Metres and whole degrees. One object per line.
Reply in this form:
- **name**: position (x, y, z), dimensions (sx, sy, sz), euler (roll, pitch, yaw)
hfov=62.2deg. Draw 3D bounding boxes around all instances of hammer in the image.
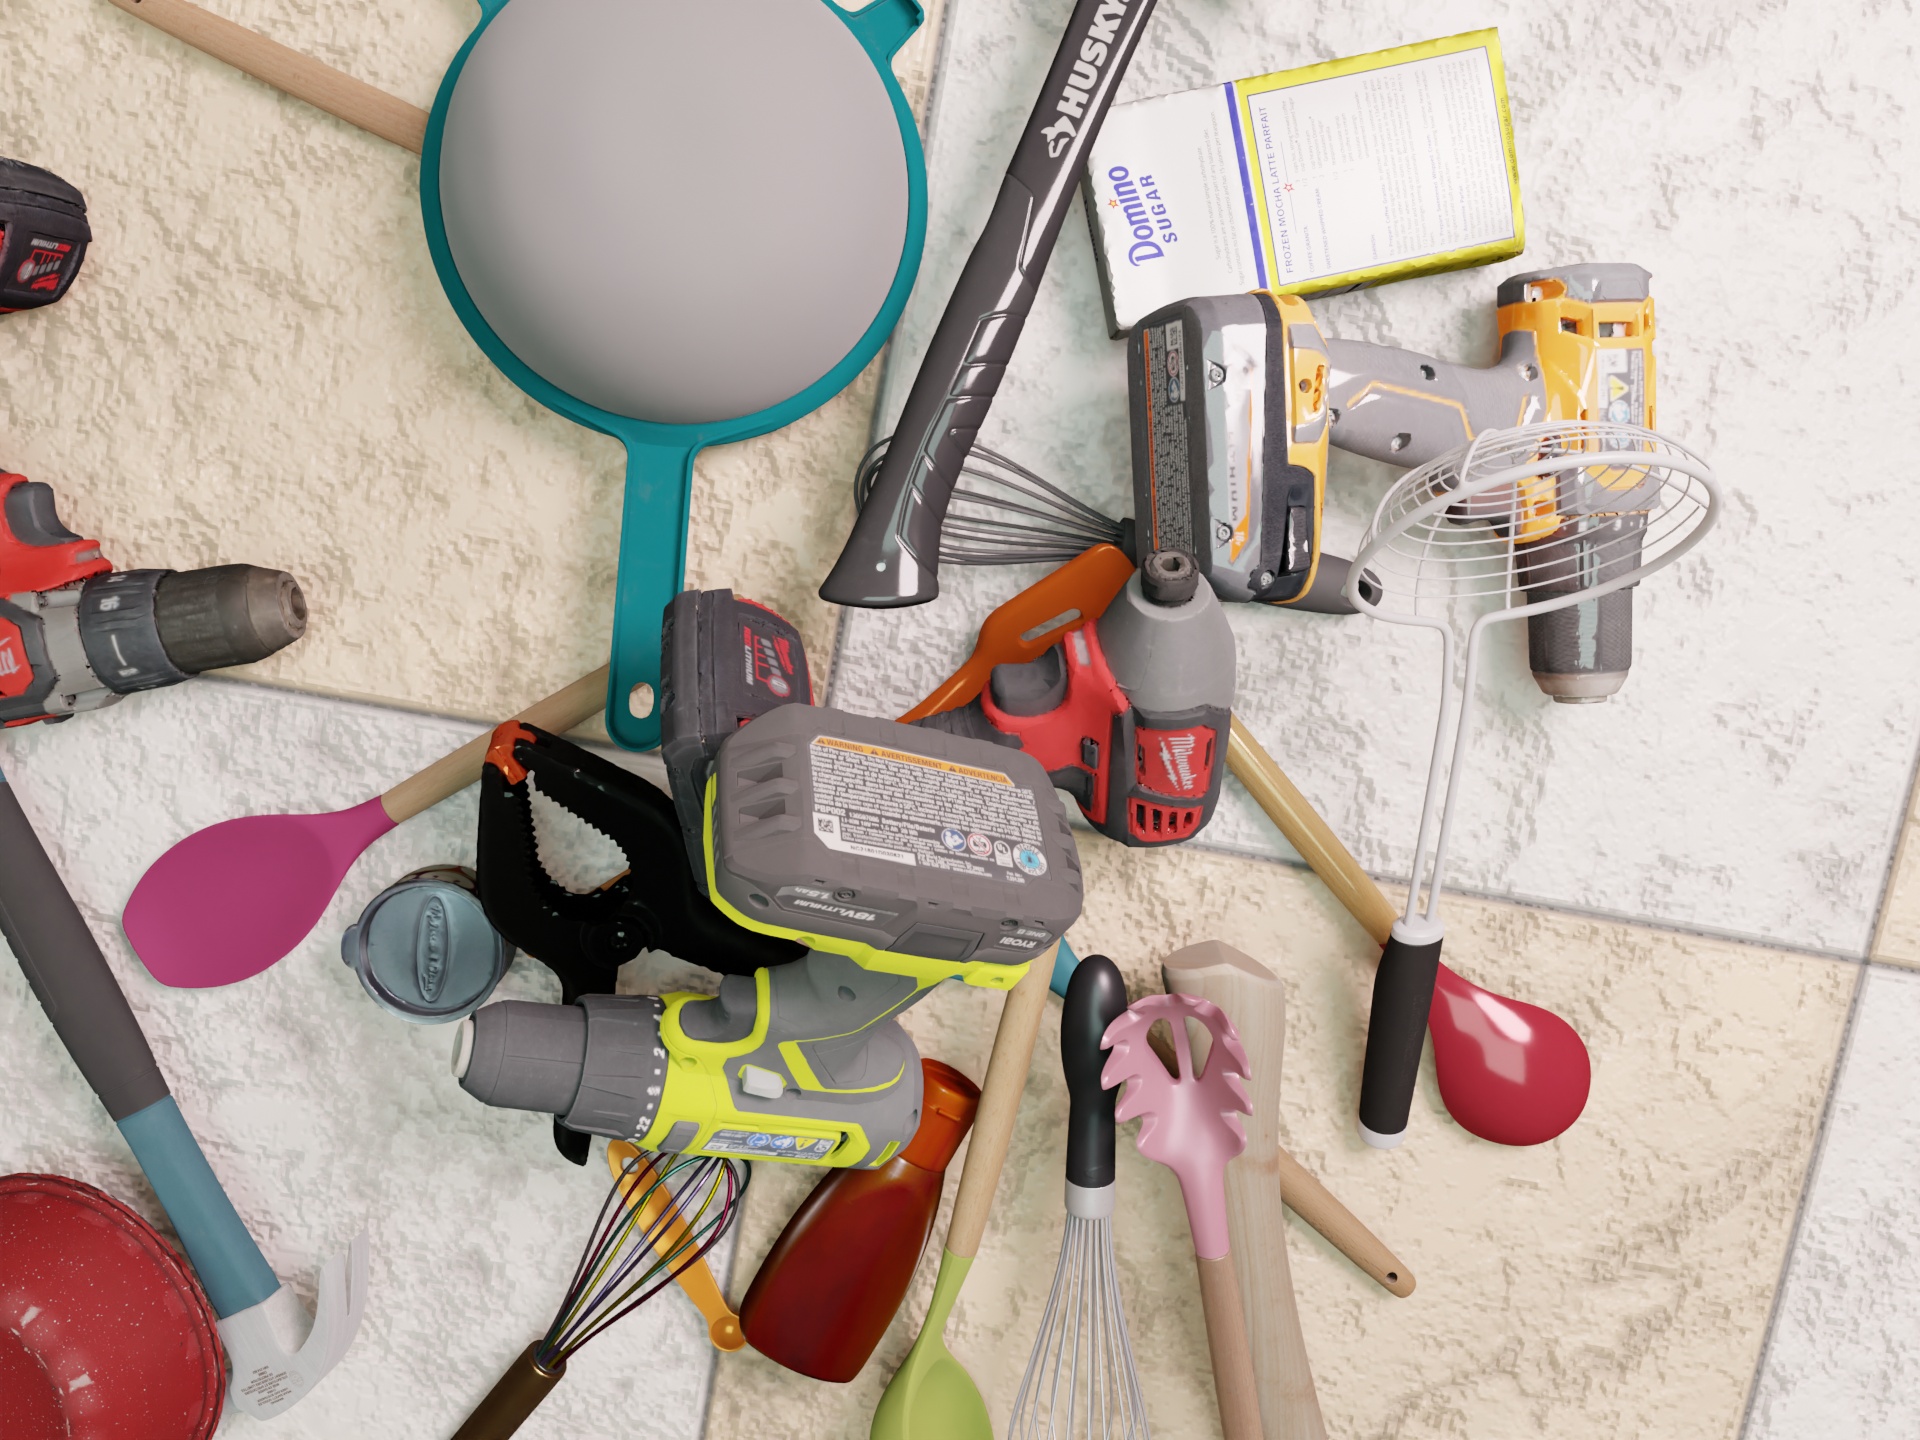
- **hammer**: position (-0.373, 0.162, 0.710), dimensions (0.128, 0.033, 0.331), euler (-25, 95, 16)
- **hammer**: position (0.134, 0.298, 0.729), dimensions (0.146, 0.038, 0.410), euler (-12, 103, 1)
- **hammer**: position (0.019, -0.198, 0.634), dimensions (0.146, 0.035, 0.335), euler (23, 92, 0)

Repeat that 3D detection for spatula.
- **spatula**: position (-0.056, 0.027, 0.703), dimensions (0.322, 0.041, 0.081), euler (-30, 113, 4)
- **spatula**: position (0.096, 0.167, 0.725), dimensions (0.317, 0.044, 0.082), euler (42, 99, -7)
- **spatula**: position (-0.208, -0.242, 0.675), dimensions (0.316, 0.018, 0.060), euler (24, 94, -6)

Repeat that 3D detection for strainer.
- **strainer**: position (-0.119, -0.156, 0.630), dimensions (0.211, 0.095, 0.340), euler (4, 90, -6)

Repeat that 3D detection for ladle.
- **ladle**: position (0.181, 0.077, 0.725), dimensions (0.069, 0.031, 0.315), euler (-40, 95, 8)
- **ladle**: position (0.017, 0.215, 0.702), dimensions (0.062, 0.078, 0.320), euler (18, 104, 20)

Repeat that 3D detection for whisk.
- **whisk**: position (-0.177, 0.276, 0.732), dimensions (0.245, 0.051, 0.047), euler (-51, 56, 12)
- **whisk**: position (0.058, 0.240, 0.709), dimensions (0.070, 0.070, 0.284), euler (1, 102, -2)
- **whisk**: position (0.071, -0.080, 0.693), dimensions (0.239, 0.055, 0.055), euler (11, 97, -7)

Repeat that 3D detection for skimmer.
- **skimmer**: position (0.200, 0.051, 0.627), dimensions (0.127, 0.090, 0.363), euler (-4, 120, -7)

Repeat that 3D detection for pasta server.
- **pasta server**: position (0.111, 0.255, 0.682), dimensions (0.060, 0.040, 0.316), euler (-7, 104, 14)

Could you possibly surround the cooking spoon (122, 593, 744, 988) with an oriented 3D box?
- **cooking spoon**: position (-0.232, 0.027, 0.710), dimensions (0.319, 0.017, 0.069), euler (-29, 95, 3)

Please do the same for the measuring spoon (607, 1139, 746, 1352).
- **measuring spoon**: position (-0.133, 0.245, 0.748), dimensions (0.021, 0.011, 0.117), euler (-30, 94, 7)

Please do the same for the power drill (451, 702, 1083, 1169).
- **power drill**: position (-0.075, 0.097, 0.606), dimensions (0.190, 0.080, 0.228), euler (13, 136, -25)

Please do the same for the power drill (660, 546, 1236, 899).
- **power drill**: position (-0.001, -0.002, 0.623), dimensions (0.219, 0.079, 0.143), euler (-6, 139, -3)

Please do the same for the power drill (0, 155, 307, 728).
- **power drill**: position (-0.387, -0.112, 0.661), dimensions (0.188, 0.080, 0.226), euler (-9, 101, 0)

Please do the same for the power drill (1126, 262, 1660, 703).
- **power drill**: position (0.189, -0.092, 0.658), dimensions (0.226, 0.084, 0.185), euler (-6, 97, -18)
